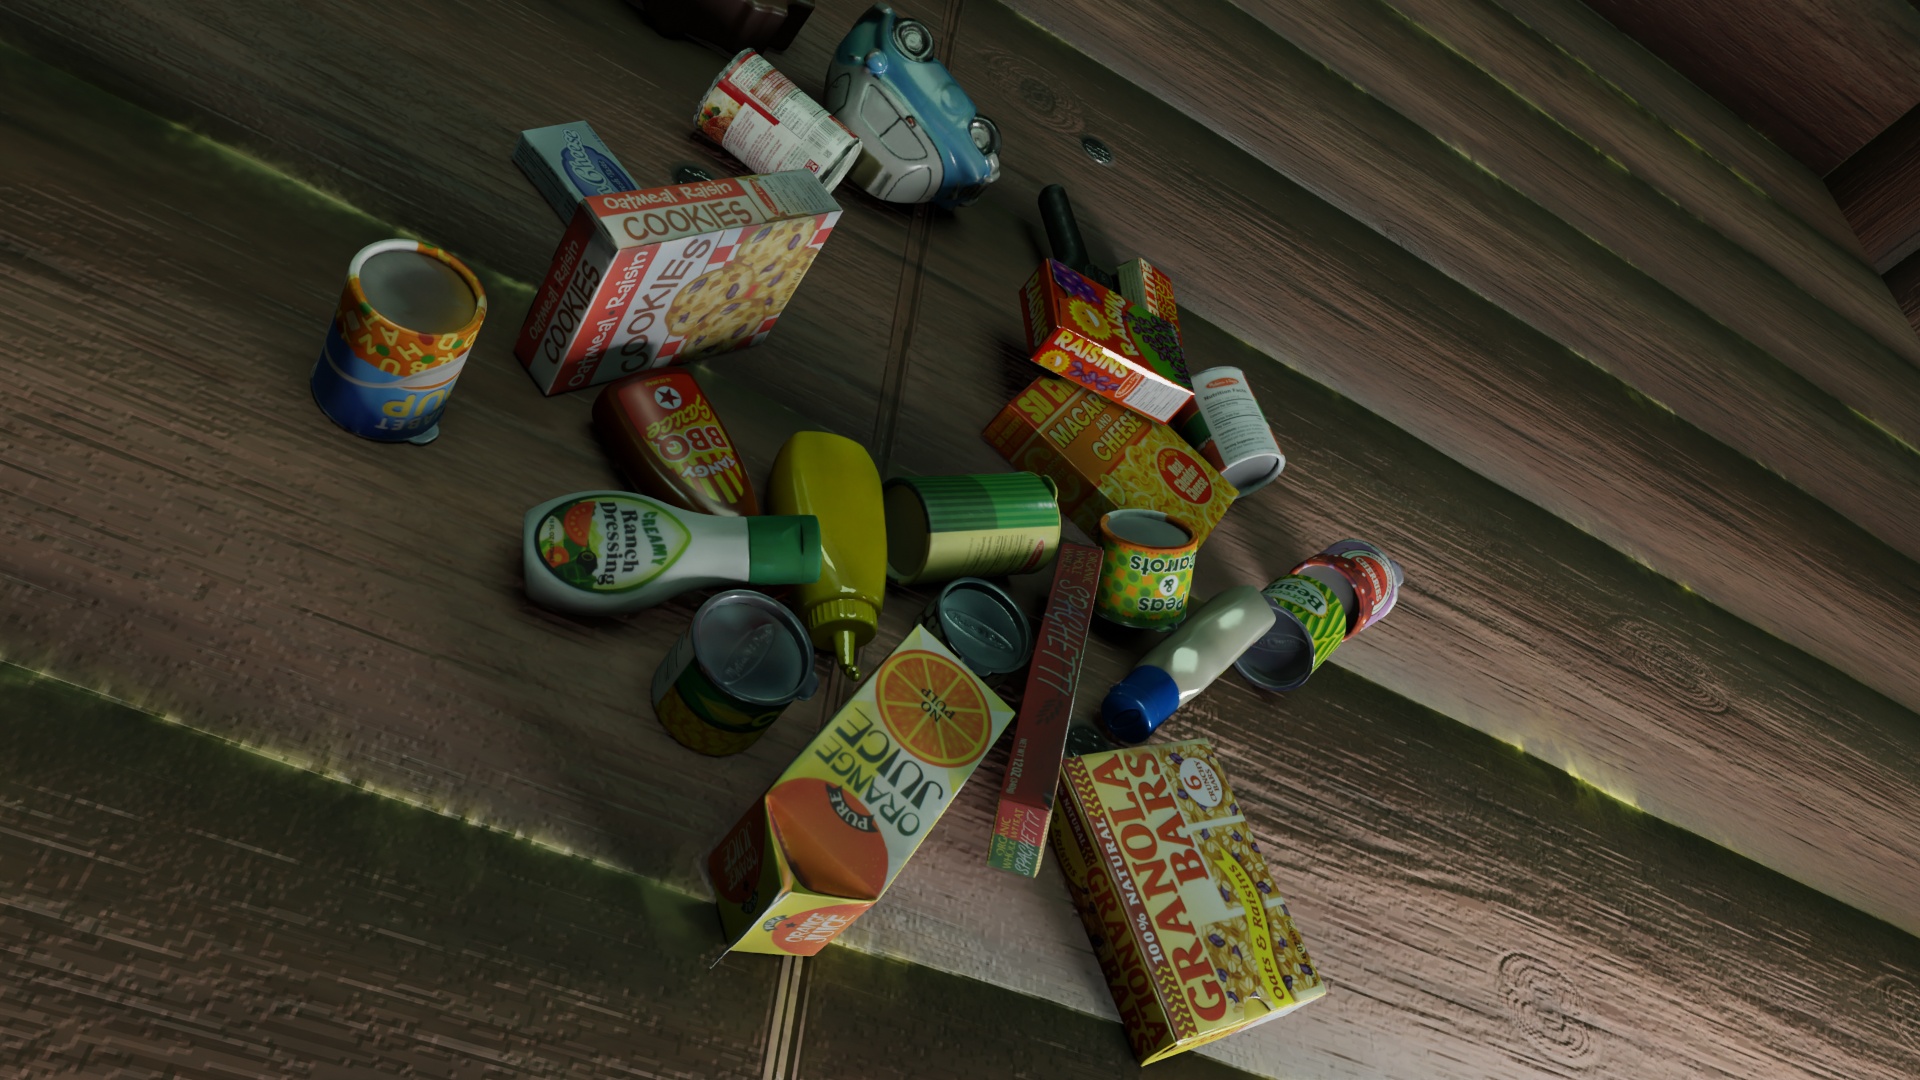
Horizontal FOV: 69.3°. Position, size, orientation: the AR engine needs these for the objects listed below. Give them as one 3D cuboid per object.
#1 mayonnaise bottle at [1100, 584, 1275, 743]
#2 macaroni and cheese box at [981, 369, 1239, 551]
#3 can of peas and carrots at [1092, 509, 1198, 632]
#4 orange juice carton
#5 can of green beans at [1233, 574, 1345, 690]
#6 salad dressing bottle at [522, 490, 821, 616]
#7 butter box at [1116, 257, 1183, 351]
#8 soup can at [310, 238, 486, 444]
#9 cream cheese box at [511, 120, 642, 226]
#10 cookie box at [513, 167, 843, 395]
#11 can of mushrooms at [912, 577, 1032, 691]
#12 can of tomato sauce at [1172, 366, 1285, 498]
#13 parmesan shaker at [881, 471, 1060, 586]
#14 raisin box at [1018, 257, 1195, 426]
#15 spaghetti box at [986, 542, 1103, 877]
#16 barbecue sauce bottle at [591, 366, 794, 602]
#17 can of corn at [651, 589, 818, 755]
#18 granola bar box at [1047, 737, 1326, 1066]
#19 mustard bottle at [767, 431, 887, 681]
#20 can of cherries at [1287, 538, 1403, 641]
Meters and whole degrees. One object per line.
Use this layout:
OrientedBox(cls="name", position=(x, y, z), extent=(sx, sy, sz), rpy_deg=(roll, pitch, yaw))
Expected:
OrientedBox(cls="mayonnaise bottle", position=(0.145, 0.080, 0.899), extent=(0.149, 0.064, 0.041), rpy_deg=(-33, 88, -43))
OrientedBox(cls="macaroni and cheese box", position=(0.111, -0.055, 1.000), extent=(0.166, 0.040, 0.124), rpy_deg=(44, 41, 1))
OrientedBox(cls="can of peas and carrots", position=(0.120, 0.019, 0.909), extent=(0.071, 0.058, 0.071), rpy_deg=(5, 23, -2))
OrientedBox(cls="orange juice carton", position=(-0.056, 0.132, 0.691), extent=(0.073, 0.071, 0.194), rpy_deg=(42, 41, 1))
OrientedBox(cls="can of green beans", position=(0.228, 0.063, 0.970), extent=(0.071, 0.071, 0.058), rpy_deg=(51, 42, 9))
OrientedBox(cls="salad dressing bottle", position=(-0.147, 0.006, 0.714), extent=(0.148, 0.043, 0.064), rpy_deg=(-1, 69, -15))
OrientedBox(cls="butter box", position=(0.154, -0.172, 1.115), extent=(0.053, 0.024, 0.104), rpy_deg=(20, 57, -50))
OrientedBox(cls="soup can", position=(-0.282, -0.099, 0.702), extent=(0.071, 0.083, 0.072), rpy_deg=(21, 46, -23))
OrientedBox(cls="cream cheese box", position=(-0.233, -0.220, 0.885), extent=(0.104, 0.024, 0.053), rpy_deg=(50, 43, 9))
OrientedBox(cls="cookie box", position=(-0.163, -0.153, 0.808), extent=(0.168, 0.122, 0.040), rpy_deg=(-24, 72, -46))
OrientedBox(cls="can of mushrooms", position=(0.006, 0.060, 0.828), extent=(0.071, 0.033, 0.071), rpy_deg=(21, 46, -23))
OrientedBox(cls="can of tomato sauce", position=(0.205, -0.081, 1.076), extent=(0.071, 0.071, 0.083), rpy_deg=(3, 55, -36))
OrientedBox(cls="parmesan shaker", position=(0.003, -0.011, 0.856), extent=(0.103, 0.071, 0.071), rpy_deg=(-3, 59, -39))
OrientedBox(cls="raisin box", position=(0.106, -0.145, 1.012), extent=(0.123, 0.040, 0.086), rpy_deg=(23, 39, -25))
OrientedBox(cls="spaghetti box", position=(0.052, 0.085, 0.796), extent=(0.029, 0.050, 0.251), rpy_deg=(13, 33, 5))
OrientedBox(cls="barbecue sauce bottle", position=(-0.145, -0.027, 0.777), extent=(0.065, 0.043, 0.149), rpy_deg=(-20, 70, -42))
OrientedBox(cls="can of corn", position=(-0.115, 0.070, 0.708), extent=(0.071, 0.058, 0.071), rpy_deg=(21, 46, -23))
OrientedBox(cls="granola bar box", position=(0.124, 0.199, 0.797), extent=(0.124, 0.039, 0.166), rpy_deg=(-1, 57, -38))
OrientedBox(cls="mustard bottle", position=(-0.074, 0.012, 0.795), extent=(0.065, 0.048, 0.161), rpy_deg=(12, 50, -29))
OrientedBox(cls="can of cherries", position=(0.284, 0.037, 1.032), extent=(0.058, 0.071, 0.071), rpy_deg=(-20, 70, -45))
